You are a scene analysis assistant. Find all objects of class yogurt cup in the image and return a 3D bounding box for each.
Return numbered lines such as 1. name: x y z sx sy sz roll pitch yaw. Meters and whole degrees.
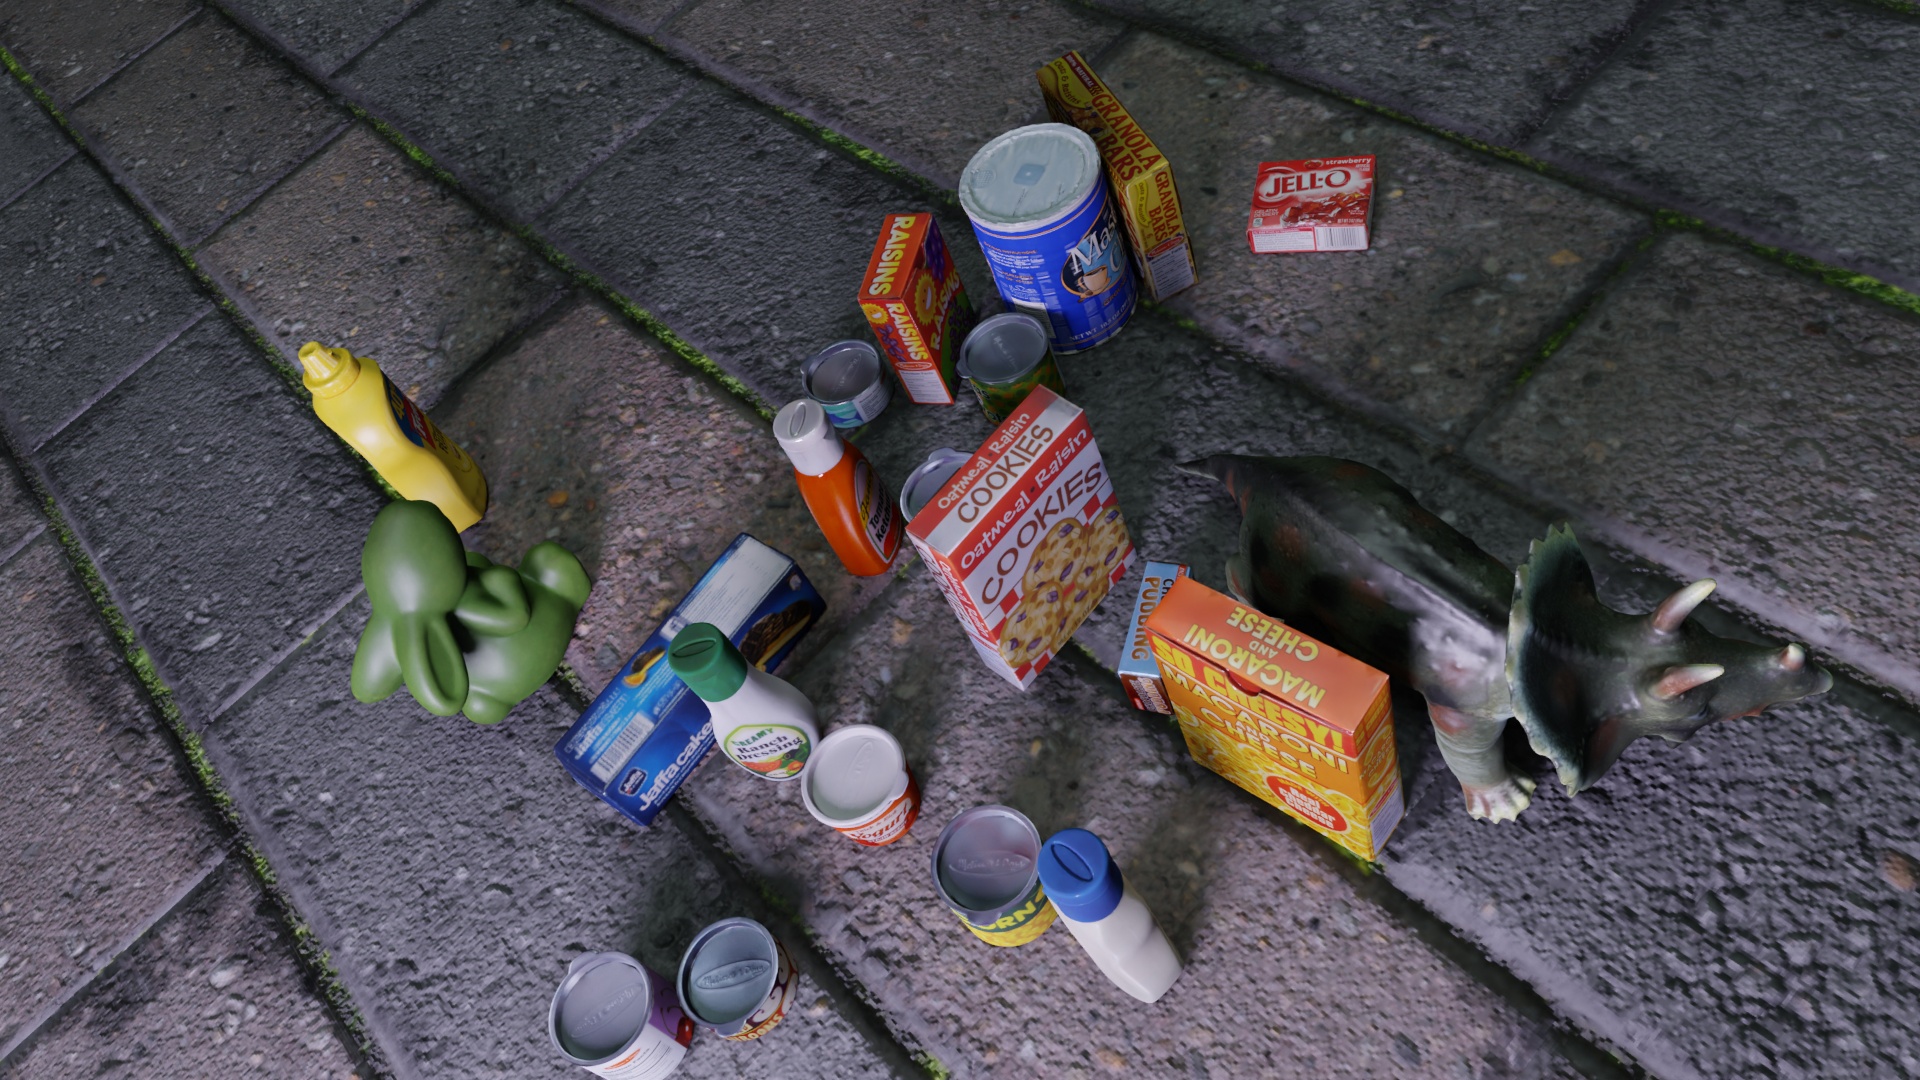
1. yogurt cup: -0.059 0.156 0.868 0.072 0.053 0.073 -10 54 14

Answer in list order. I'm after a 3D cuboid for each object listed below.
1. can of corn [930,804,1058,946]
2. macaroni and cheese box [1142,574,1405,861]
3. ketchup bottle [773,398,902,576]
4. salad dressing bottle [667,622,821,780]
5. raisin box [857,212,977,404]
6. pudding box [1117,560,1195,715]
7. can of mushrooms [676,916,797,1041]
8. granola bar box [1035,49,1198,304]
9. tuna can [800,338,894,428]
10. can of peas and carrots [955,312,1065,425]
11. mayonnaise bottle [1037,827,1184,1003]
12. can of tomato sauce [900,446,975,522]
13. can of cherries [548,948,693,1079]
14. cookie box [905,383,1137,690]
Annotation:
1. can of corn: 0.022 0.198 0.806 0.071 0.058 0.071 -10 54 14
2. macaroni and cheese box: 0.172 0.099 0.750 0.124 0.165 0.040 28 70 33
3. ketchup bottle: -0.084 -0.038 0.952 0.043 0.148 0.065 -3 56 19
4. salad dressing bottle: -0.136 0.102 0.874 0.064 0.147 0.044 -17 53 9
5. raisin box: -0.029 -0.172 1.041 0.040 0.123 0.086 3 58 22
6. pudding box: 0.126 0.060 0.868 0.030 0.049 0.084 5 59 24
7. can of mushrooms: -0.133 0.265 0.832 0.071 0.033 0.071 -10 54 14
8. granola bar box: 0.120 -0.278 1.059 0.039 0.123 0.166 -28 52 1
9. tuna can: -0.090 -0.123 1.087 0.071 0.032 0.071 -10 54 14
10. can of peas and carrots: 0.037 -0.123 1.023 0.071 0.058 0.071 -10 54 14
11. mayonnaise bottle: 0.077 0.195 0.730 0.041 0.147 0.065 -44 53 -11
12. can of tomato sauce: 0.003 -0.012 0.943 0.071 0.082 0.071 -10 54 14
13. can of cherries: -0.202 0.284 0.829 0.071 0.058 0.072 -10 54 14
14. cookie box: 0.043 0.002 0.865 0.040 0.166 0.123 32 72 34
